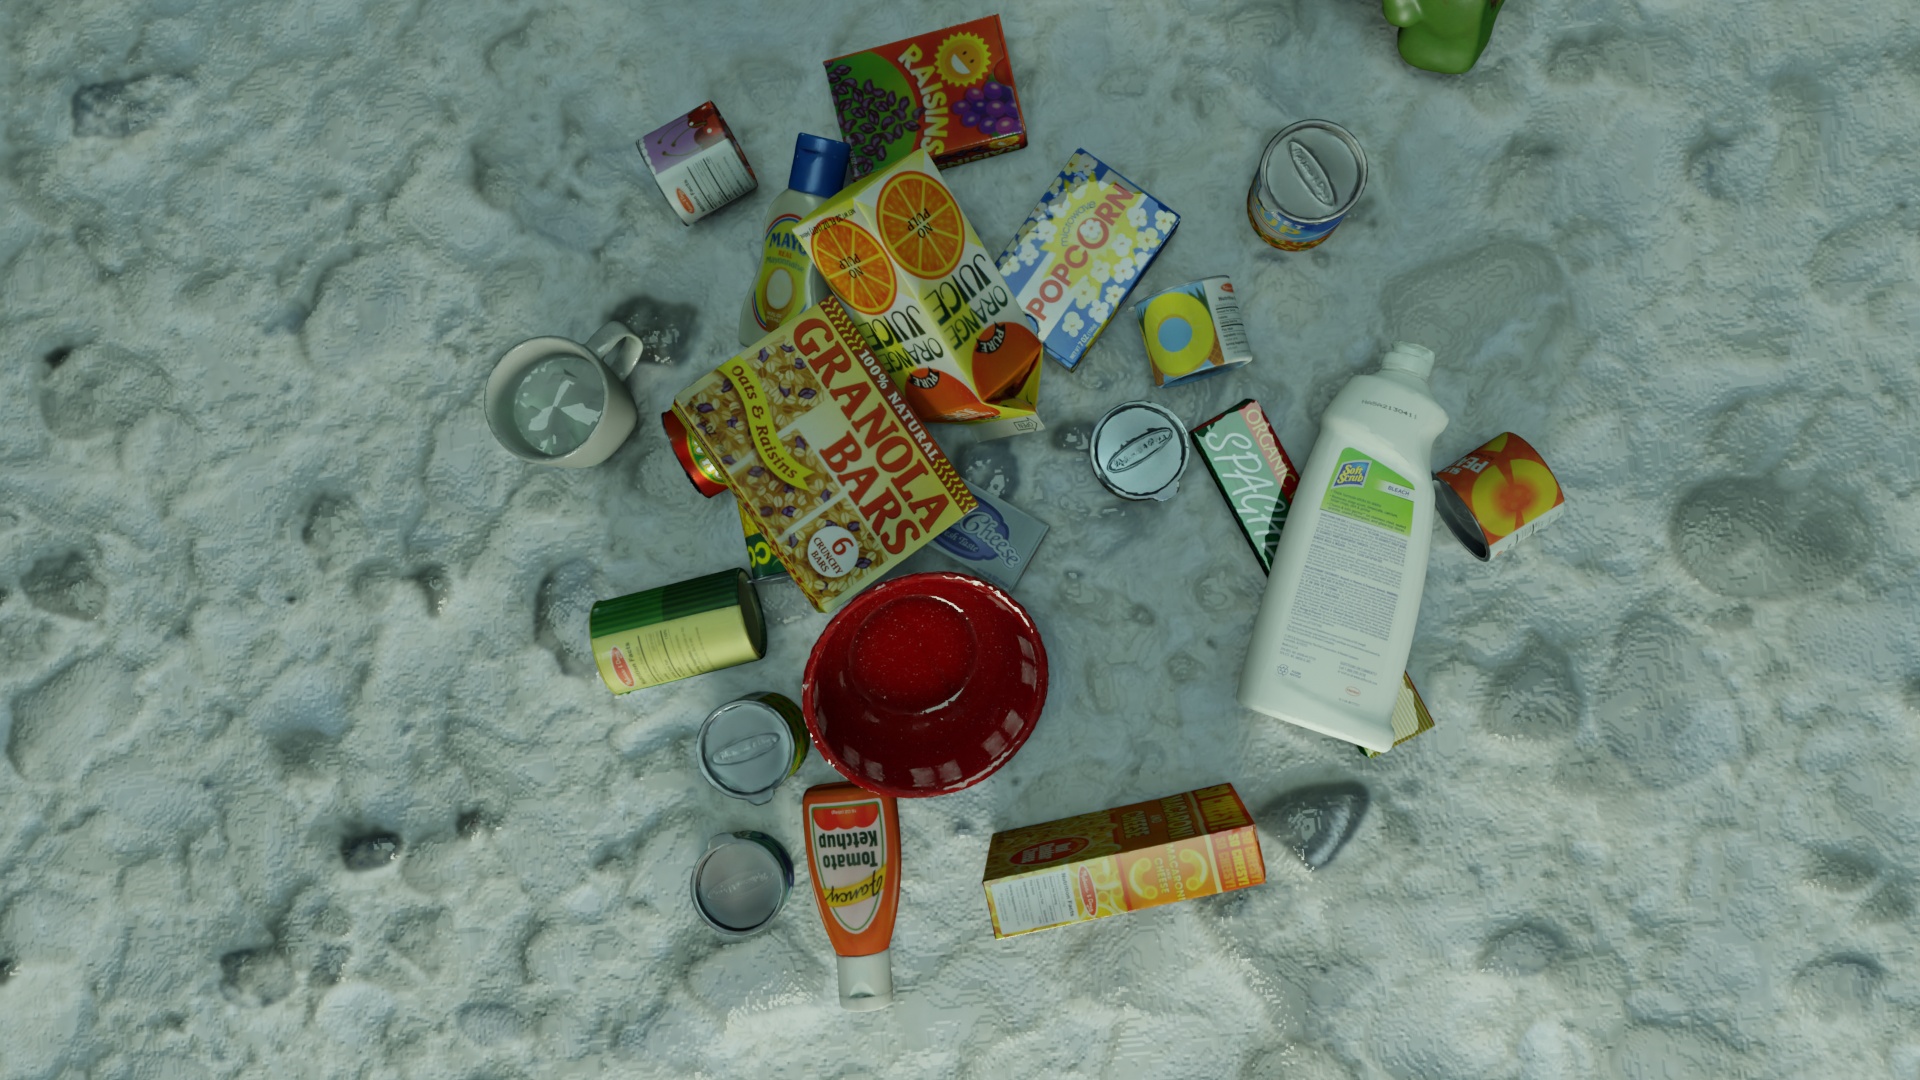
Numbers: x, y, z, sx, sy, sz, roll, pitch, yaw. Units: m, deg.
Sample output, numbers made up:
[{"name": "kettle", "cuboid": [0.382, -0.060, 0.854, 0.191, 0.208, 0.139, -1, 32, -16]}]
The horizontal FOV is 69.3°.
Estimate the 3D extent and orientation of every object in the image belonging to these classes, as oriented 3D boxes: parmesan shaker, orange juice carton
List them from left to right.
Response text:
[{"name": "parmesan shaker", "cuboid": [-0.189, 0.063, 0.944, 0.103, 0.071, 0.071, -14, 88, 4]}, {"name": "orange juice carton", "cuboid": [-0.016, -0.146, 0.900, 0.073, 0.071, 0.192, -46, 112, -34]}]

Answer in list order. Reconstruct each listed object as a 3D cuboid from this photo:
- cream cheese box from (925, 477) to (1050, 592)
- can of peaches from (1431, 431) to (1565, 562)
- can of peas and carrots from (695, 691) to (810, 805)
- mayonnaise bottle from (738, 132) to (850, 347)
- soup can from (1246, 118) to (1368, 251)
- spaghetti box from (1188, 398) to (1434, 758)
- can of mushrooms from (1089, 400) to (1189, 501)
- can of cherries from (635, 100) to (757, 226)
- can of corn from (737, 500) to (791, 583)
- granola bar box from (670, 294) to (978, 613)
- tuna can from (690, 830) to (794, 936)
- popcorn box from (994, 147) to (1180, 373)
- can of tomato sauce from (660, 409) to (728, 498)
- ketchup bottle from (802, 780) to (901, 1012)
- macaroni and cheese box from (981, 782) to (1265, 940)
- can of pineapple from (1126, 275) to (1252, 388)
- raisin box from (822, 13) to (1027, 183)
[{"name": "cream cheese box", "cuboid": [0.003, -0.012, 0.948, 0.104, 0.024, 0.053, 29, 91, 5]}, {"name": "can of peaches", "cuboid": [0.345, -0.031, 0.899, 0.058, 0.071, 0.071, -31, 86, 3]}, {"name": "can of peas and carrots", "cuboid": [-0.138, 0.139, 0.939, 0.071, 0.059, 0.071, 0, 89, 5]}, {"name": "mayonnaise bottle", "cuboid": [-0.107, -0.197, 0.936, 0.065, 0.041, 0.147, 19, 105, 23]}, {"name": "soup can", "cuboid": [0.221, -0.228, 0.906, 0.071, 0.084, 0.071, 0, 89, 5]}, {"name": "spaghetti box", "cuboid": [0.232, 0.024, 0.926, 0.050, 0.028, 0.250, -28, 87, 3]}, {"name": "can of mushrooms", "cuboid": [0.121, -0.058, 0.935, 0.071, 0.033, 0.071, 0, 88, 4]}, {"name": "can of cherries", "cuboid": [-0.180, -0.260, 0.951, 0.058, 0.071, 0.071, -29, 87, 4]}, {"name": "can of corn", "cuboid": [-0.116, -0.006, 0.936, 0.071, 0.071, 0.058, -13, 87, 5]}, {"name": "granola bar box", "cuboid": [-0.086, -0.054, 0.891, 0.124, 0.039, 0.165, -36, 96, -15]}, {"name": "tuna can", "cuboid": [-0.149, 0.231, 0.950, 0.071, 0.033, 0.071, 0, 89, 5]}, {"name": "popcorn box", "cuboid": [0.078, -0.189, 0.940, 0.085, 0.038, 0.126, 36, 92, 4]}, {"name": "can of tomato sauce", "cuboid": [-0.149, -0.076, 0.940, 0.083, 0.071, 0.071, -27, 87, 3]}, {"name": "ketchup bottle", "cuboid": [-0.069, 0.239, 0.938, 0.065, 0.043, 0.148, -5, 89, 5]}, {"name": "macaroni and cheese box", "cuboid": [0.102, 0.202, 0.885, 0.166, 0.124, 0.040, -13, 91, 4]}, {"name": "can of pineapple", "cuboid": [0.152, -0.137, 0.919, 0.071, 0.071, 0.058, -16, 88, 4]}, {"name": "raisin box", "cuboid": [-0.023, -0.299, 0.951, 0.123, 0.040, 0.086, -14, 87, 4]}]
